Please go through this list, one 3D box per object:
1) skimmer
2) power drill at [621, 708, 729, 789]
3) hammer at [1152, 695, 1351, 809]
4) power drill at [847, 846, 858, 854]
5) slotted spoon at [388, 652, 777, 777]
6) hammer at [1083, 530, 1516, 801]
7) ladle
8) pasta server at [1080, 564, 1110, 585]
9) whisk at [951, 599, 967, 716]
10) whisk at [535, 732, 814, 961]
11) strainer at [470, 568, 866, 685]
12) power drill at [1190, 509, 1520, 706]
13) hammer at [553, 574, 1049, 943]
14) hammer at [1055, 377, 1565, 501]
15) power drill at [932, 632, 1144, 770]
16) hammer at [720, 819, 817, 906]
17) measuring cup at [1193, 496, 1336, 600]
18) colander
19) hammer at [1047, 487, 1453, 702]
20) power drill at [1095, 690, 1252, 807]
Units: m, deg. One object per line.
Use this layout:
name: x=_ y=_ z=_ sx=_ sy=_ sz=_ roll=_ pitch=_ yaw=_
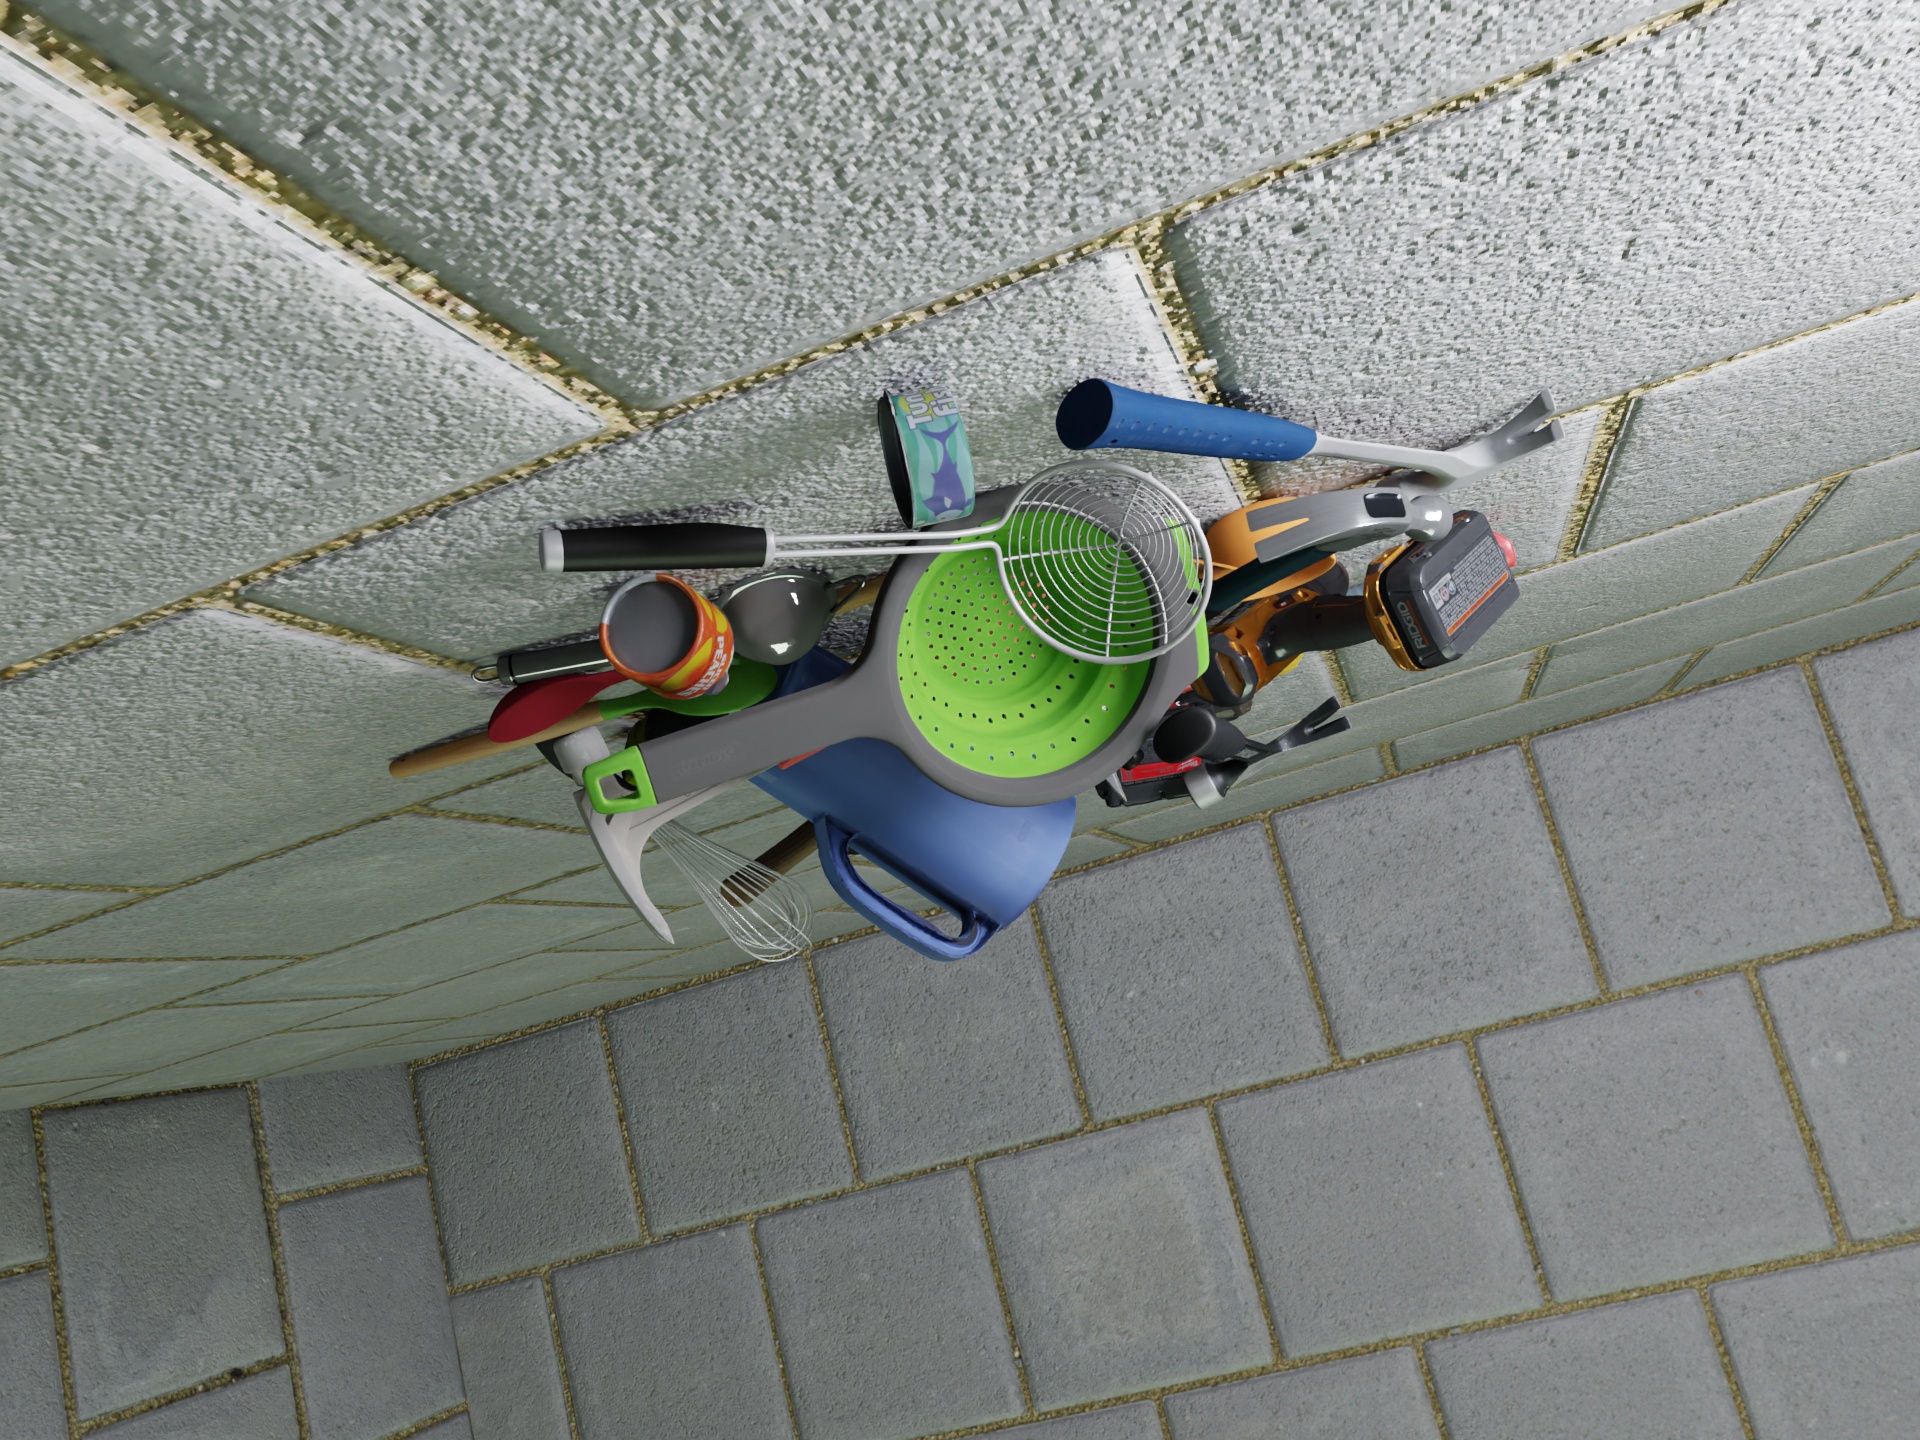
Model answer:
skimmer: x=-0.041 y=-0.083 z=0.874 sx=0.363 sy=0.090 sz=0.127 roll=-4 pitch=126 yaw=-21
power drill: x=-0.154 y=0.037 z=1.274 sx=0.223 sy=0.080 sz=0.171 roll=10 pitch=159 yaw=-22
hammer: x=0.205 y=0.018 z=1.181 sx=0.149 sy=0.036 sz=0.408 roll=-29 pitch=169 yaw=14
power drill: x=-0.024 y=0.069 z=1.674 sx=0.228 sy=0.080 sz=0.190 roll=-21 pitch=169 yaw=18
slotted spoon: x=-0.277 y=0.000 z=1.136 sx=0.314 sy=0.070 sz=0.031 roll=-14 pitch=125 yaw=17
hammer: x=0.281 y=-0.060 z=1.338 sx=0.386 sy=0.143 sz=0.038 roll=-21 pitch=167 yaw=7
ladle: x=-0.173 y=-0.048 z=1.067 sx=0.315 sy=0.031 sz=0.069 roll=-18 pitch=168 yaw=7
pasta server: x=0.037 y=-0.067 z=1.208 sx=0.060 sy=0.040 sz=0.316 roll=16 pitch=149 yaw=-42
whisk: x=-0.003 y=-0.005 z=1.240 sx=0.051 sy=0.047 sz=0.244 roll=2 pitch=140 yaw=3
whisk: x=-0.220 y=0.093 z=1.231 sx=0.070 sy=0.070 sz=0.284 roll=-25 pitch=120 yaw=41
strainer: x=-0.184 y=-0.049 z=1.015 sx=0.258 sy=0.050 sz=0.086 roll=-10 pitch=148 yaw=-1
power drill: x=0.299 y=-0.089 z=1.196 sx=0.185 sy=0.084 sz=0.226 roll=-37 pitch=-166 yaw=-37
hammer: x=-0.081 y=0.003 z=1.073 sx=0.359 sy=0.149 sz=0.037 roll=-28 pitch=-175 yaw=-19
hammer: x=0.215 y=-0.169 z=0.958 sx=0.405 sy=0.035 sz=0.144 roll=-3 pitch=164 yaw=-43
power drill: x=0.048 y=0.009 z=1.328 sx=0.219 sy=0.143 sz=0.079 roll=-28 pitch=-159 yaw=49
hammer: x=-0.096 y=0.075 z=1.424 sx=0.130 sy=0.031 sz=0.331 roll=-25 pitch=-172 yaw=41
measuring cup: x=0.188 y=-0.123 z=1.103 sx=0.173 sy=0.052 sz=0.095 roll=0 pitch=161 yaw=-45
colander: x=-0.044 y=-0.029 z=1.000 sx=0.397 sy=0.204 sz=0.095 roll=-19 pitch=-160 yaw=-12
hammer: x=0.164 y=-0.078 z=1.082 sx=0.128 sy=0.033 sz=0.331 roll=-2 pitch=162 yaw=-39
power drill: x=0.195 y=0.007 z=1.499 sx=0.188 sy=0.080 sz=0.227 roll=-10 pitch=-169 yaw=2
